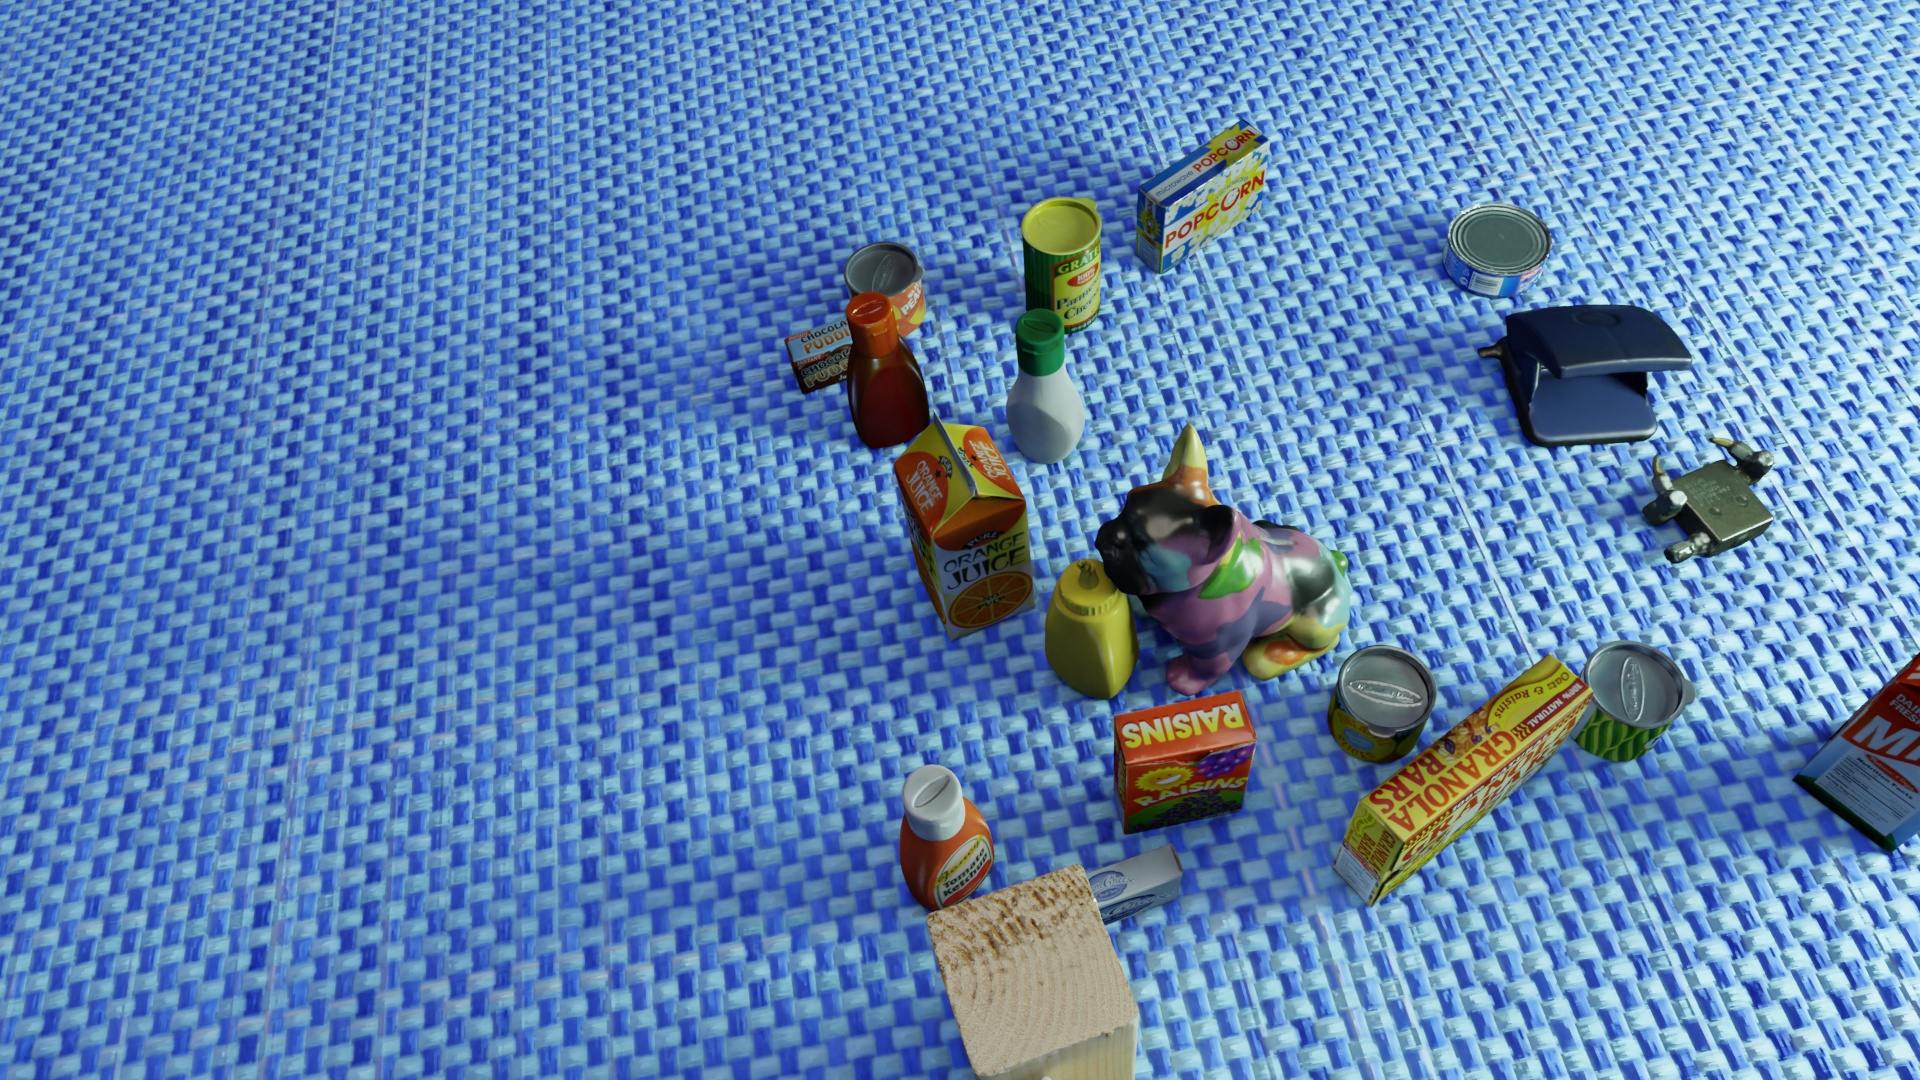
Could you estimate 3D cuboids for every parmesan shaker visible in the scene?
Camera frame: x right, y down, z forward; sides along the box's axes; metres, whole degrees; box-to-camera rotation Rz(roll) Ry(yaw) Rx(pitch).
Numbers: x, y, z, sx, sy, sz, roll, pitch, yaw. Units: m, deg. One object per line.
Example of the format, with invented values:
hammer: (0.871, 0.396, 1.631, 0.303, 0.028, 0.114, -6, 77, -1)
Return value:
parmesan shaker: (0.089, -0.234, 1.187, 0.071, 0.102, 0.071, -3, 57, 4)

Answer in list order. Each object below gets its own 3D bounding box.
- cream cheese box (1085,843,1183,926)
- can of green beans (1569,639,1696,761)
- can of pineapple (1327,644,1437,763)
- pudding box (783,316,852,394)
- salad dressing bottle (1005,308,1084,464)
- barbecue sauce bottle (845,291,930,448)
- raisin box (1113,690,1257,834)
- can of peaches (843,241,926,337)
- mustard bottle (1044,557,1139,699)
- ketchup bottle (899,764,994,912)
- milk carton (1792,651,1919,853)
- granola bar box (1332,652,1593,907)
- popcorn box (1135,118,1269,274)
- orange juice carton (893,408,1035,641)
cream cheese box: (0.094, 0.235, 0.913, 0.104, 0.053, 0.024, -18, 58, -6)
can of green beans: (0.455, 0.111, 0.954, 0.071, 0.057, 0.071, -3, 57, 4)
can of pineapple: (0.291, 0.116, 0.967, 0.071, 0.057, 0.071, -3, 57, 4)
pudding box: (-0.105, -0.163, 1.192, 0.084, 0.049, 0.030, -20, 58, -7)
salad dressing bottle: (0.065, -0.119, 1.089, 0.064, 0.147, 0.044, 21, 62, 18)
barbecue sauce bottle: (-0.063, -0.136, 1.111, 0.065, 0.147, 0.044, -23, 58, -9)
raisin box: (0.145, 0.150, 0.921, 0.086, 0.122, 0.040, -11, 57, -1)
can of peaches: (-0.063, -0.218, 1.218, 0.071, 0.057, 0.071, -3, 57, 4)
mustard bottle: (0.091, 0.054, 0.966, 0.065, 0.159, 0.049, 27, 64, 21)
ketchup bottle: (-0.012, 0.190, 0.895, 0.065, 0.148, 0.043, -40, 62, -18)
milk carton: (0.606, 0.114, 0.858, 0.072, 0.189, 0.073, -37, 61, -17)
granola bar box: (0.322, 0.157, 0.898, 0.166, 0.123, 0.039, -33, 60, -15)
popcorn box: (0.213, -0.303, 1.230, 0.127, 0.084, 0.038, -36, 61, -16)
orange juice carton: (0.004, -0.013, 0.999, 0.073, 0.191, 0.072, -22, 58, -8)
